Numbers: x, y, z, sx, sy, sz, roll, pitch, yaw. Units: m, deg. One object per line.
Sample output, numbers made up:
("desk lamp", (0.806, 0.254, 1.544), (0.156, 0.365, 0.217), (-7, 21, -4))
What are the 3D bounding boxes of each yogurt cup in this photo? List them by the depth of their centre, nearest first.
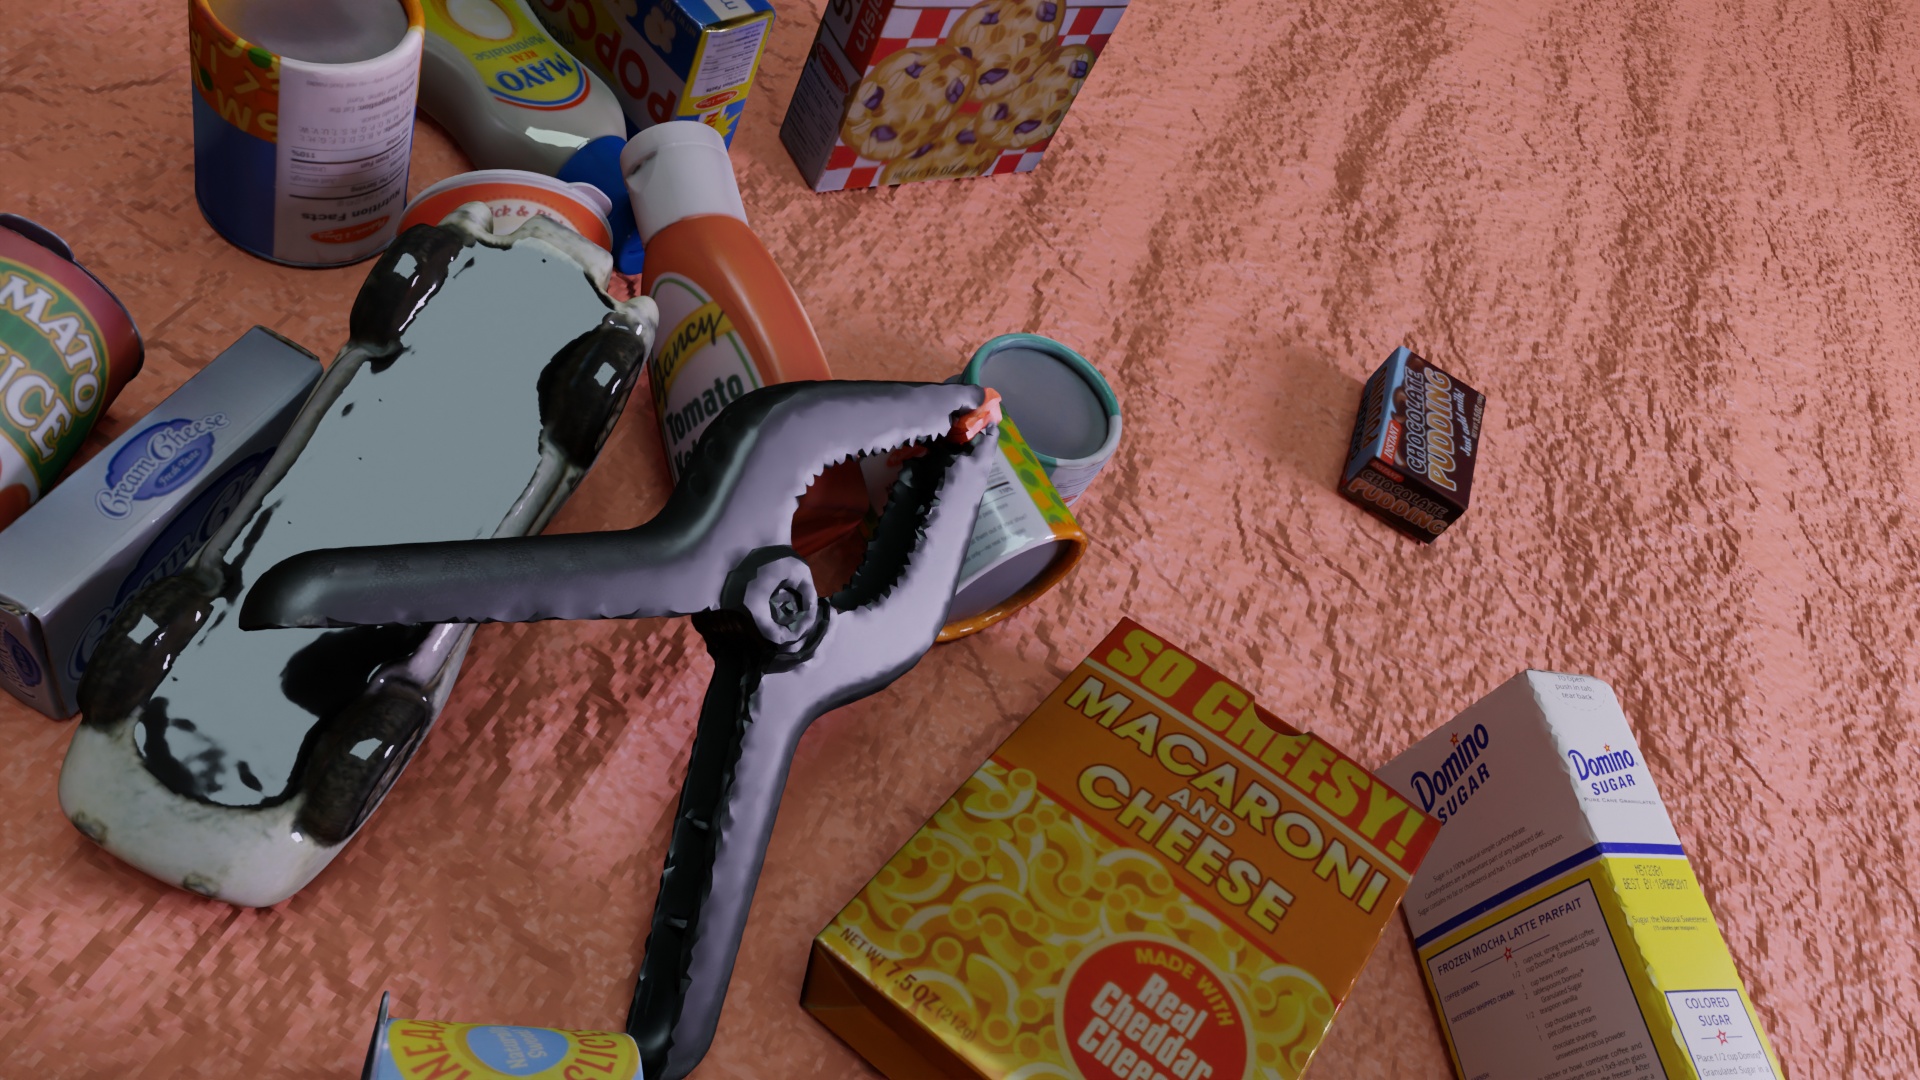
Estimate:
("yogurt cup", (-0.146, -0.078, 0.450), (0.072, 0.072, 0.054), (1, 65, -27))

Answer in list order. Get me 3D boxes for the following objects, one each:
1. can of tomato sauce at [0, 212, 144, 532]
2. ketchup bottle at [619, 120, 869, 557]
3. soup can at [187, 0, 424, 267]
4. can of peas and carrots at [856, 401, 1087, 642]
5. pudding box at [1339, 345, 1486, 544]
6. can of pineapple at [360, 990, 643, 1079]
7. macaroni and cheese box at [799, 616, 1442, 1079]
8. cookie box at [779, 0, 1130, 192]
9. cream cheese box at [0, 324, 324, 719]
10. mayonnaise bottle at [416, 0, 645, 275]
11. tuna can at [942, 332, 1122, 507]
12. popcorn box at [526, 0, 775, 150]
("can of tomato sauce", (-0.262, -0.033, 0.353), (0.071, 0.070, 0.083), (20, 51, -13))
("ketchup bottle", (-0.077, -0.066, 0.459), (0.043, 0.064, 0.149), (2, 65, -52))
("soup can", (-0.213, -0.143, 0.449), (0.071, 0.083, 0.072), (14, 52, -18))
("can of peas and carrots", (0.002, -0.006, 0.473), (0.071, 0.070, 0.059), (-17, 66, -35))
("pudding box", (0.204, -0.044, 0.626), (0.049, 0.030, 0.084), (31, 48, -3))
("can of pineapple", (-0.105, 0.140, 0.307), (0.058, 0.070, 0.071), (12, 52, -21))
("macaroni and cheese box", (0.054, 0.108, 0.413), (0.124, 0.040, 0.167), (33, 47, 18))
("cookie box", (0.009, -0.221, 0.563), (0.123, 0.166, 0.040), (-16, 65, -35))
("cream cheese box", (-0.212, -0.006, 0.370), (0.024, 0.053, 0.104), (29, 48, -2))
("mayonnaise bottle", (-0.162, -0.161, 0.516), (0.148, 0.041, 0.065), (45, 49, 8))
("tuna can", (0.025, -0.047, 0.534), (0.071, 0.032, 0.071), (14, 52, -18))
("popcorn box", (-0.133, -0.207, 0.536), (0.038, 0.084, 0.127), (-32, 75, -38))
